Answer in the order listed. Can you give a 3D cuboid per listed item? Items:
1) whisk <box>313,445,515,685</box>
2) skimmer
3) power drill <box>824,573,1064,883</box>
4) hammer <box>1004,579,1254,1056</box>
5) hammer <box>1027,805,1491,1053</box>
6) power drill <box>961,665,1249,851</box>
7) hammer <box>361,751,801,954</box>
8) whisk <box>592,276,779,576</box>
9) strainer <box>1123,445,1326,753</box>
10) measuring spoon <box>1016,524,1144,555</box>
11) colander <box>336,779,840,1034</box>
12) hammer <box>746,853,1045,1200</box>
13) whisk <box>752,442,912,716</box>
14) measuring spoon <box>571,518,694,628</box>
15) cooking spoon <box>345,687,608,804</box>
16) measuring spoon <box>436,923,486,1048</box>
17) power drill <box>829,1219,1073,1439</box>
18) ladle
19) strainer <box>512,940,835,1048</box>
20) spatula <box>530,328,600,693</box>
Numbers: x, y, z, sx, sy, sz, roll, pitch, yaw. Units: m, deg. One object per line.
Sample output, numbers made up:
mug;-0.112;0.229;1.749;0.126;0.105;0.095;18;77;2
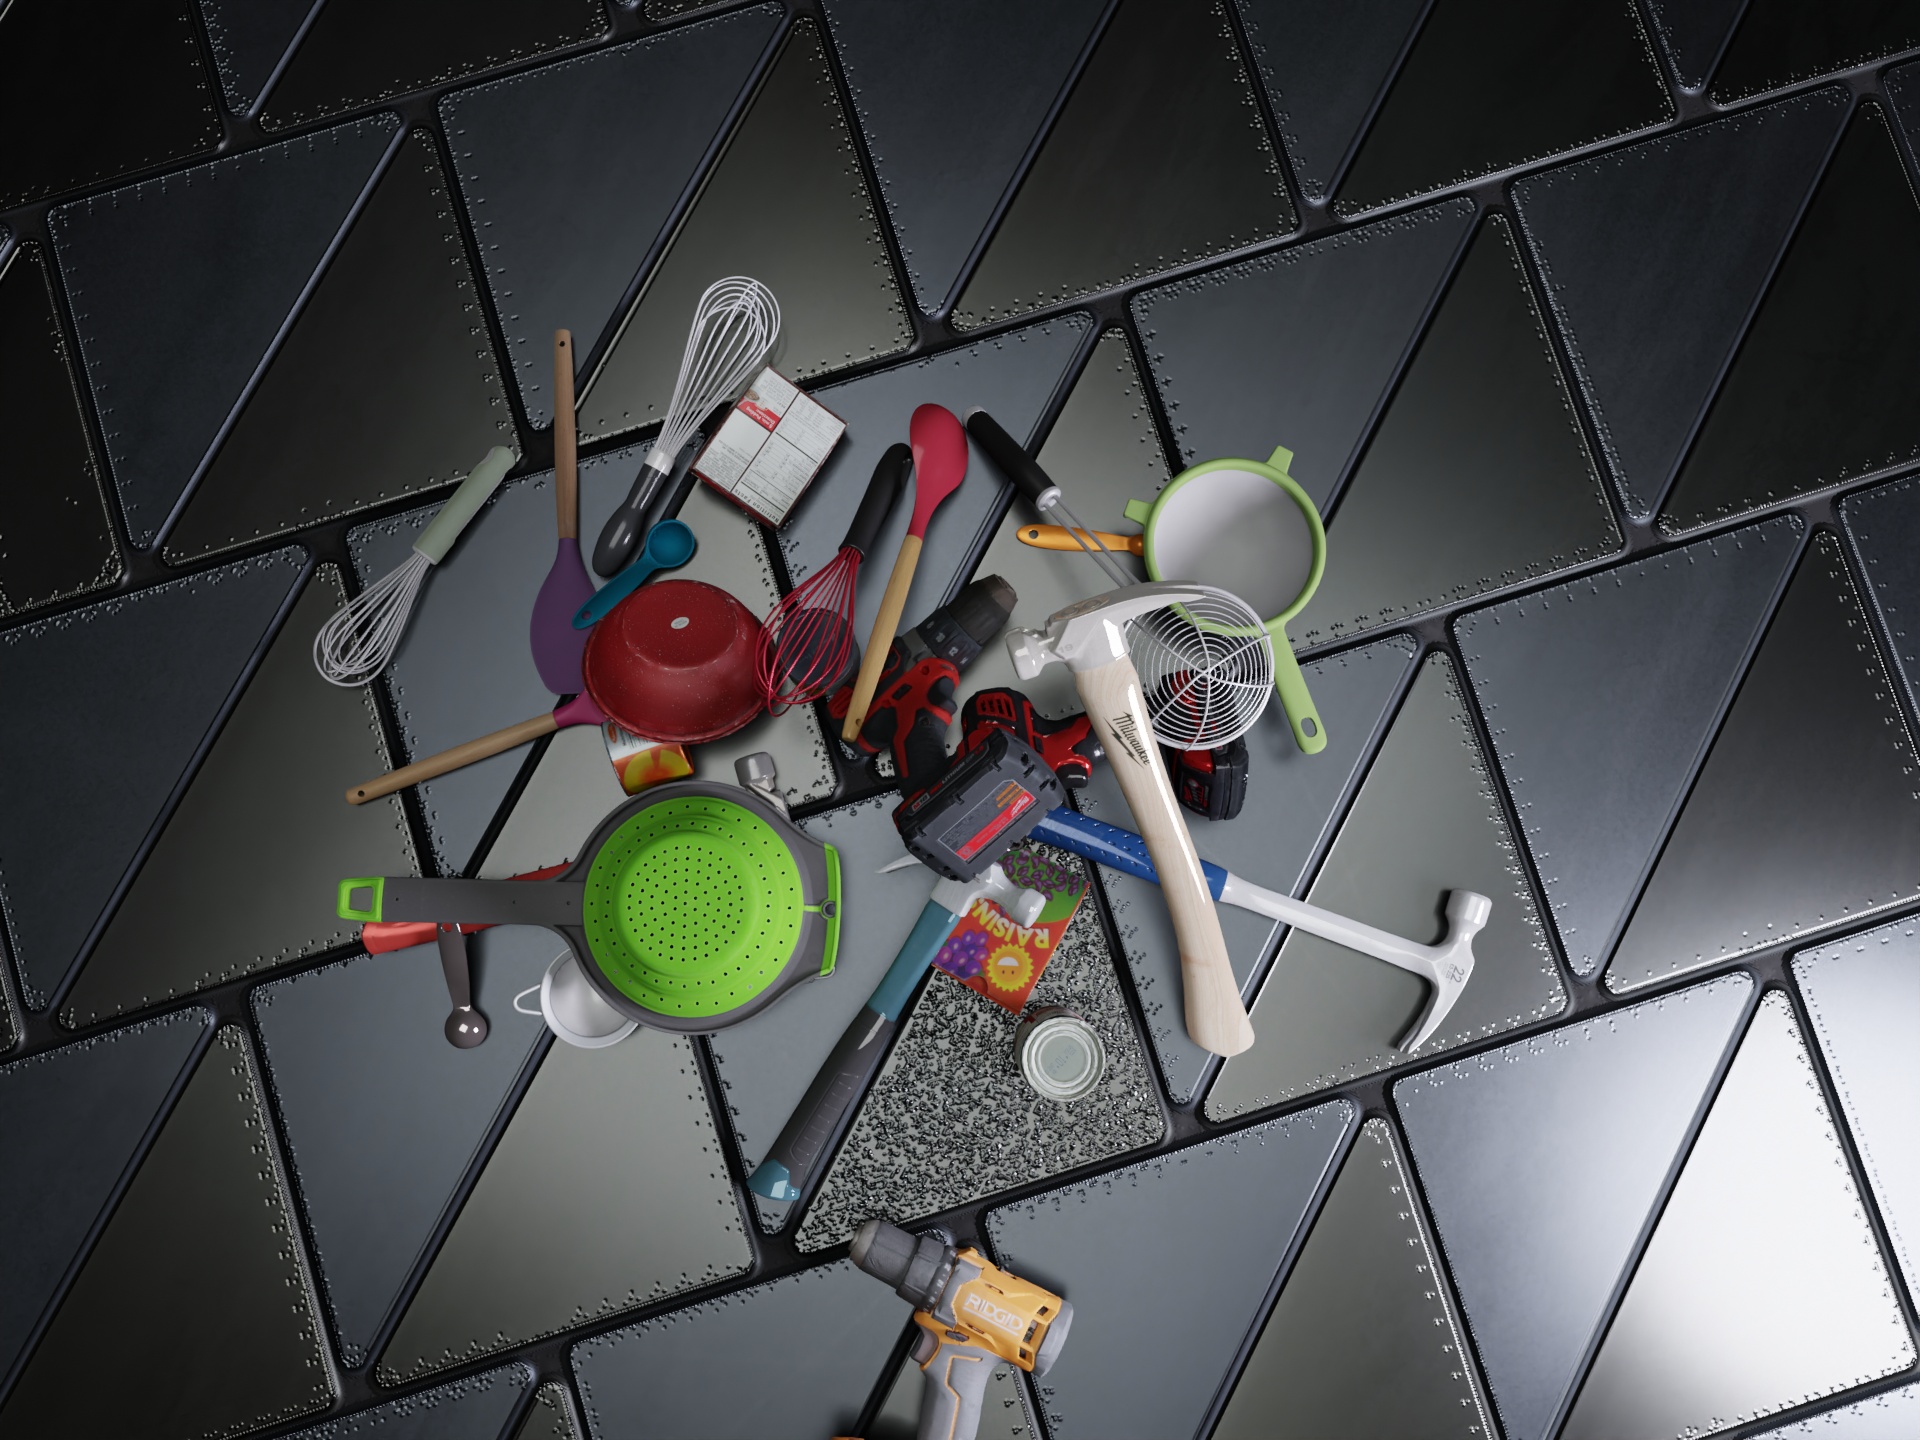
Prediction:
whisk;-0.457;-0.133;1.343;0.059;0.058;0.246;41;80;-31
skimmer;0.112;-0.129;1.297;0.127;0.090;0.364;-38;58;0
power drill;-0.002;-0.004;1.247;0.188;0.227;0.080;-42;130;9
hammer;0.167;0.088;1.223;0.146;0.038;0.410;-19;114;6
hammer;0.226;0.146;1.317;0.405;0.035;0.144;20;84;2
power drill;0.114;0.033;1.285;0.219;0.078;0.143;-6;52;-1
hammer;-0.311;0.142;1.314;0.359;0.036;0.149;-15;84;-2
whisk;-0.241;-0.249;1.351;0.070;0.070;0.284;29;89;3
strainer;0.243;-0.090;1.327;0.151;0.069;0.256;-21;85;-5
measuring spoon;0.106;-0.156;1.361;0.117;0.011;0.021;5;84;0
colander;-0.292;0.142;1.239;0.397;0.094;0.204;2;82;-4
hammer;-0.070;0.247;1.280;0.128;0.033;0.331;33;94;16
whisk;-0.095;-0.121;1.286;0.073;0.073;0.296;22;56;2
measuring spoon;-0.281;-0.124;1.348;0.128;0.021;0.042;-41;127;-4
cooking spoon;-0.364;0.008;1.337;0.319;0.017;0.068;-21;101;-2
measuring spoon;-0.411;0.213;1.292;0.034;0.018;0.124;-4;106;0
power drill;-0.039;0.523;1.254;0.185;0.084;0.226;27;80;3
ladle;-0.047;-0.126;1.301;0.069;0.031;0.316;33;64;-37
strainer;-0.232;0.217;1.305;0.258;0.050;0.087;-4;88;-7
spatula;-0.338;-0.180;1.358;0.059;0.018;0.316;-1;84;-7
